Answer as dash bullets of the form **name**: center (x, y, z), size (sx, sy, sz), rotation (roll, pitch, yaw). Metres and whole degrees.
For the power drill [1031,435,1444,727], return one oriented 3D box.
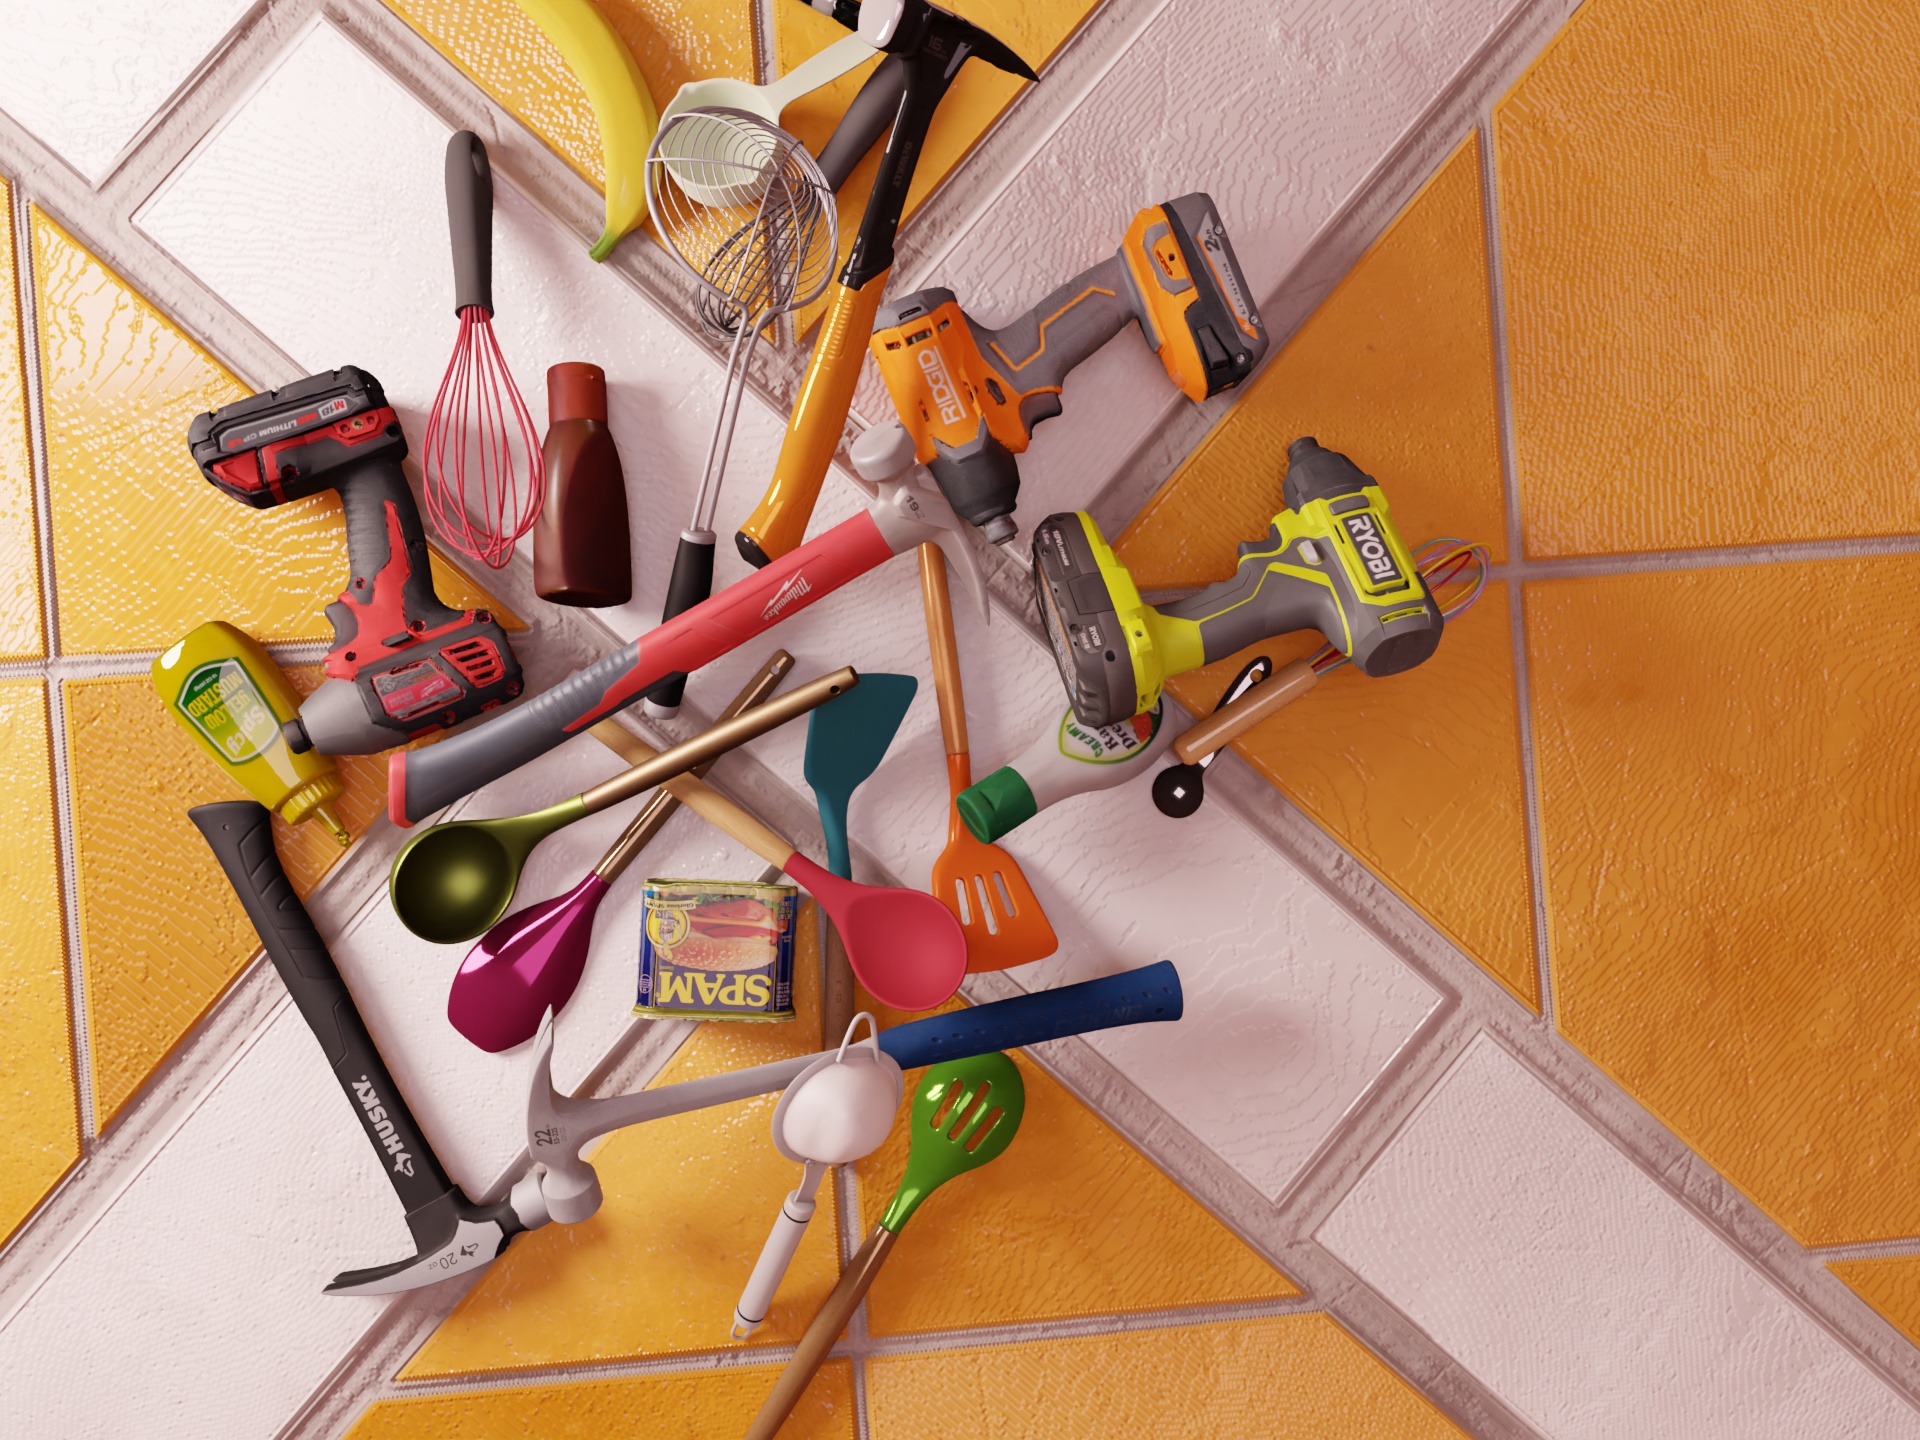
- **power drill**: center (0.164, -0.090, 0.990), size (0.223, 0.080, 0.171), rotation (-14, 59, -5)

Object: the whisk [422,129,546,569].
- **whisk**: center (-0.294, -0.230, 0.966), size (0.073, 0.073, 0.296), rotation (-7, 74, -3)

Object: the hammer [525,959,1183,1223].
- **hammer**: center (-0.062, 0.202, 0.970), size (0.405, 0.035, 0.144), rotation (-11, 119, -9)

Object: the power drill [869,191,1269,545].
- **power drill**: center (0.072, -0.218, 1.001), size (0.226, 0.084, 0.164), rotation (-22, 91, 1)

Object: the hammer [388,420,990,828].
- **hammer**: center (-0.171, -0.029, 0.966), size (0.386, 0.038, 0.143), rotation (-29, 127, 4)

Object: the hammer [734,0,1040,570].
- **hammer**: center (-0.058, -0.242, 0.936), size (0.034, 0.127, 0.336), rotation (34, 112, 33)

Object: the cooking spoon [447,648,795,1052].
- **cooking spoon**: center (-0.212, 0.080, 1.012), size (0.068, 0.017, 0.319), rotation (40, 88, -3)

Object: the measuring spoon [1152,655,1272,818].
- **measuring spoon**: center (0.168, 0.010, 1.035), size (0.034, 0.018, 0.124), rotation (34, 87, -3)

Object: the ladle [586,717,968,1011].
- **ladle**: center (-0.125, 0.073, 0.974), size (0.315, 0.031, 0.069), rotation (34, 85, 14)

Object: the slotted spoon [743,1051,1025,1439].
- **slotted spoon**: center (-0.058, 0.347, 1.017), size (0.070, 0.031, 0.314), rotation (32, 89, 1)

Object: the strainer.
- **strainer**: center (-0.093, 0.291, 0.968), size (0.086, 0.050, 0.258), rotation (6, 120, -34)

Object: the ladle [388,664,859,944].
- **ladle**: center (-0.203, 0.046, 0.959), size (0.320, 0.062, 0.078), rotation (-25, 123, 11)

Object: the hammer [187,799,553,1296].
- **hammer**: center (-0.391, 0.199, 0.992), size (0.146, 0.035, 0.335), rotation (-28, 91, -4)

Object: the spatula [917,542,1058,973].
- **spatula**: center (-0.002, -0.003, 1.013), size (0.081, 0.041, 0.322), rotation (-8, 89, -18)

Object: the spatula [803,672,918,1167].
- **spatula**: center (-0.071, 0.128, 1.006), size (0.082, 0.044, 0.317), rotation (-2, 94, -44)

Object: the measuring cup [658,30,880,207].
- **measuring cup**: center (-0.112, -0.385, 1.006), size (0.167, 0.038, 0.083), rotation (-34, 78, -5)

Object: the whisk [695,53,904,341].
- **whisk**: center (-0.091, -0.340, 1.010), size (0.055, 0.055, 0.239), rotation (34, 83, -3)

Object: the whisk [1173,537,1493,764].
- **whisk**: center (0.241, -0.046, 1.022), size (0.245, 0.047, 0.051), rotation (-32, 84, -4)

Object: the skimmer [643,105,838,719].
- **skimmer**: center (-0.158, -0.180, 0.970), size (0.127, 0.090, 0.363), rotation (0, 116, -38)

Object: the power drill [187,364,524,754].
- **power drill**: center (-0.373, -0.089, 0.966), size (0.143, 0.078, 0.219), rotation (-25, 94, -16)
